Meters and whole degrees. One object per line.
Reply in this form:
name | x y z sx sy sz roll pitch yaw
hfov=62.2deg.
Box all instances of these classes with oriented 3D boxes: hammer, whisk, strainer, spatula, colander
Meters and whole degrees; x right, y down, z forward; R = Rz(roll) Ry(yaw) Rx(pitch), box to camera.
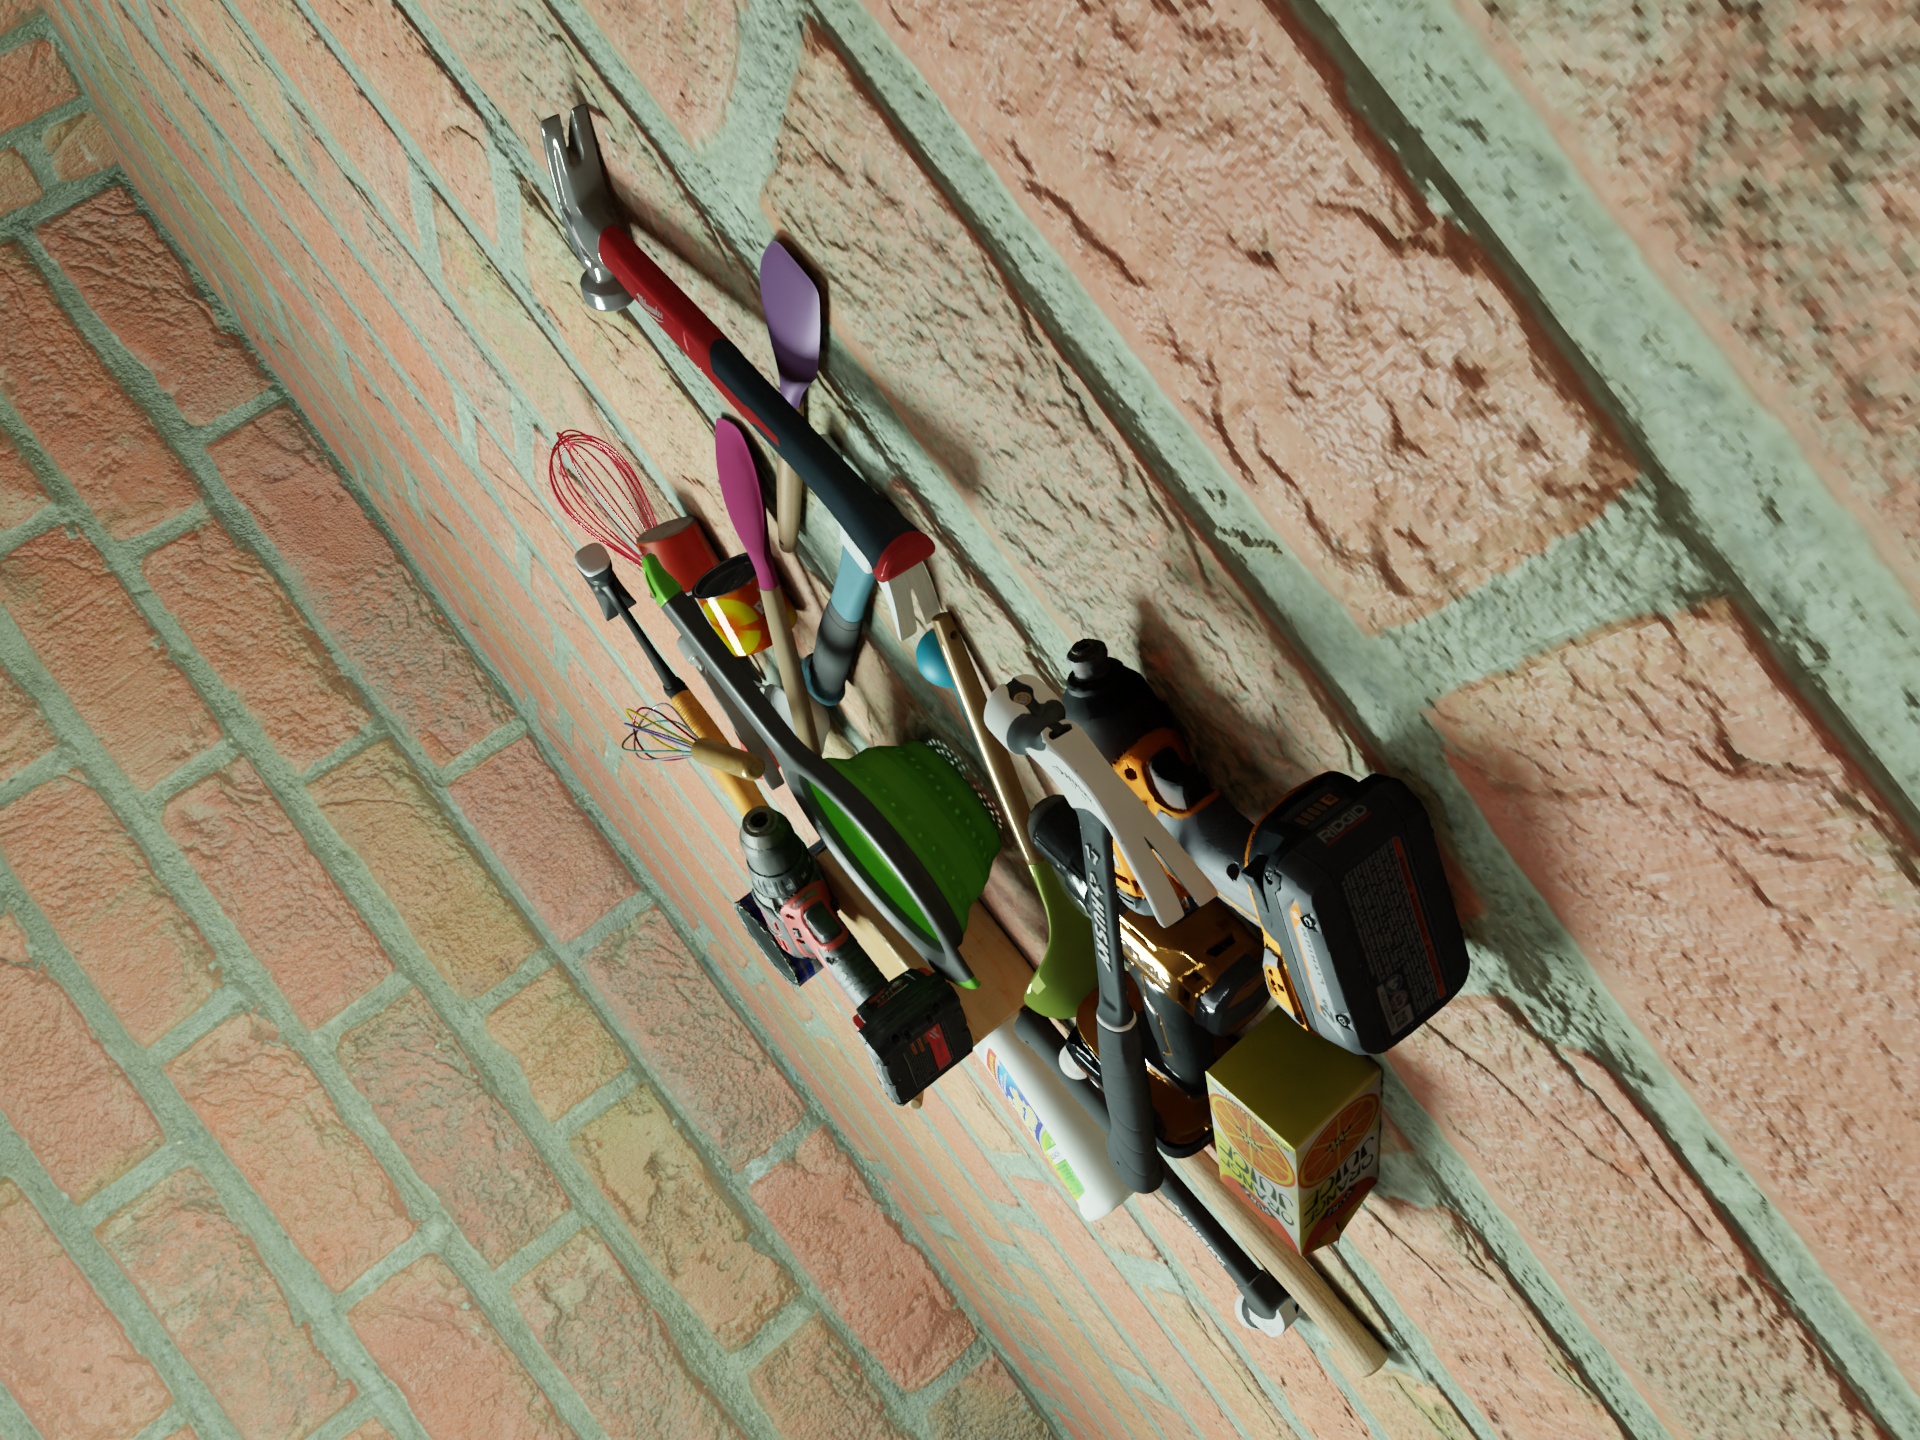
hammer | -0.247 -0.008 1.449 0.337 0.034 0.127 54 170 18
hammer | 0.204 0.364 1.225 0.331 0.031 0.130 48 158 12
hammer | 0.163 0.373 1.331 0.335 0.035 0.146 49 162 10
hammer | -0.140 -0.221 0.957 0.387 0.038 0.143 48 158 29
whisk | -0.273 -0.140 1.443 0.295 0.073 0.073 54 163 -20
strainer | -0.105 0.052 1.343 0.259 0.050 0.086 56 158 29
spatula | -0.109 -0.191 1.013 0.060 0.018 0.315 51 160 15
whisk | -0.227 0.020 1.326 0.245 0.051 0.047 13 122 56
hammer | 0.090 0.157 0.883 0.149 0.036 0.408 48 160 39
hammer | -0.082 -0.078 1.128 0.128 0.033 0.331 52 162 7
hammer | -0.187 0.019 1.448 0.149 0.037 0.359 56 172 8
colander | -0.085 0.018 1.186 0.397 0.094 0.204 53 166 -7

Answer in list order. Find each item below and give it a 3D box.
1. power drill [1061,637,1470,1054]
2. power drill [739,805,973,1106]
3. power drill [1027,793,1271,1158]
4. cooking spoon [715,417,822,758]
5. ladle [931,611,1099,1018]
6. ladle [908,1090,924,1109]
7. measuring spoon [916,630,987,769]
power drill | 0.129 0.050 0.778 0.227 0.084 0.164 30 149 57
power drill | -0.095 0.178 1.268 0.227 0.080 0.187 44 161 32
power drill | 0.113 0.160 1.015 0.185 0.084 0.226 42 154 32
cooking spoon | -0.140 -0.081 1.211 0.069 0.017 0.318 33 142 48
ladle | 0.035 0.070 1.079 0.062 0.078 0.320 10 128 53
ladle | -0.043 0.258 1.447 0.069 0.031 0.316 46 -167 -17
measuring spoon | -0.002 -0.003 1.081 0.042 0.021 0.128 28 148 52
